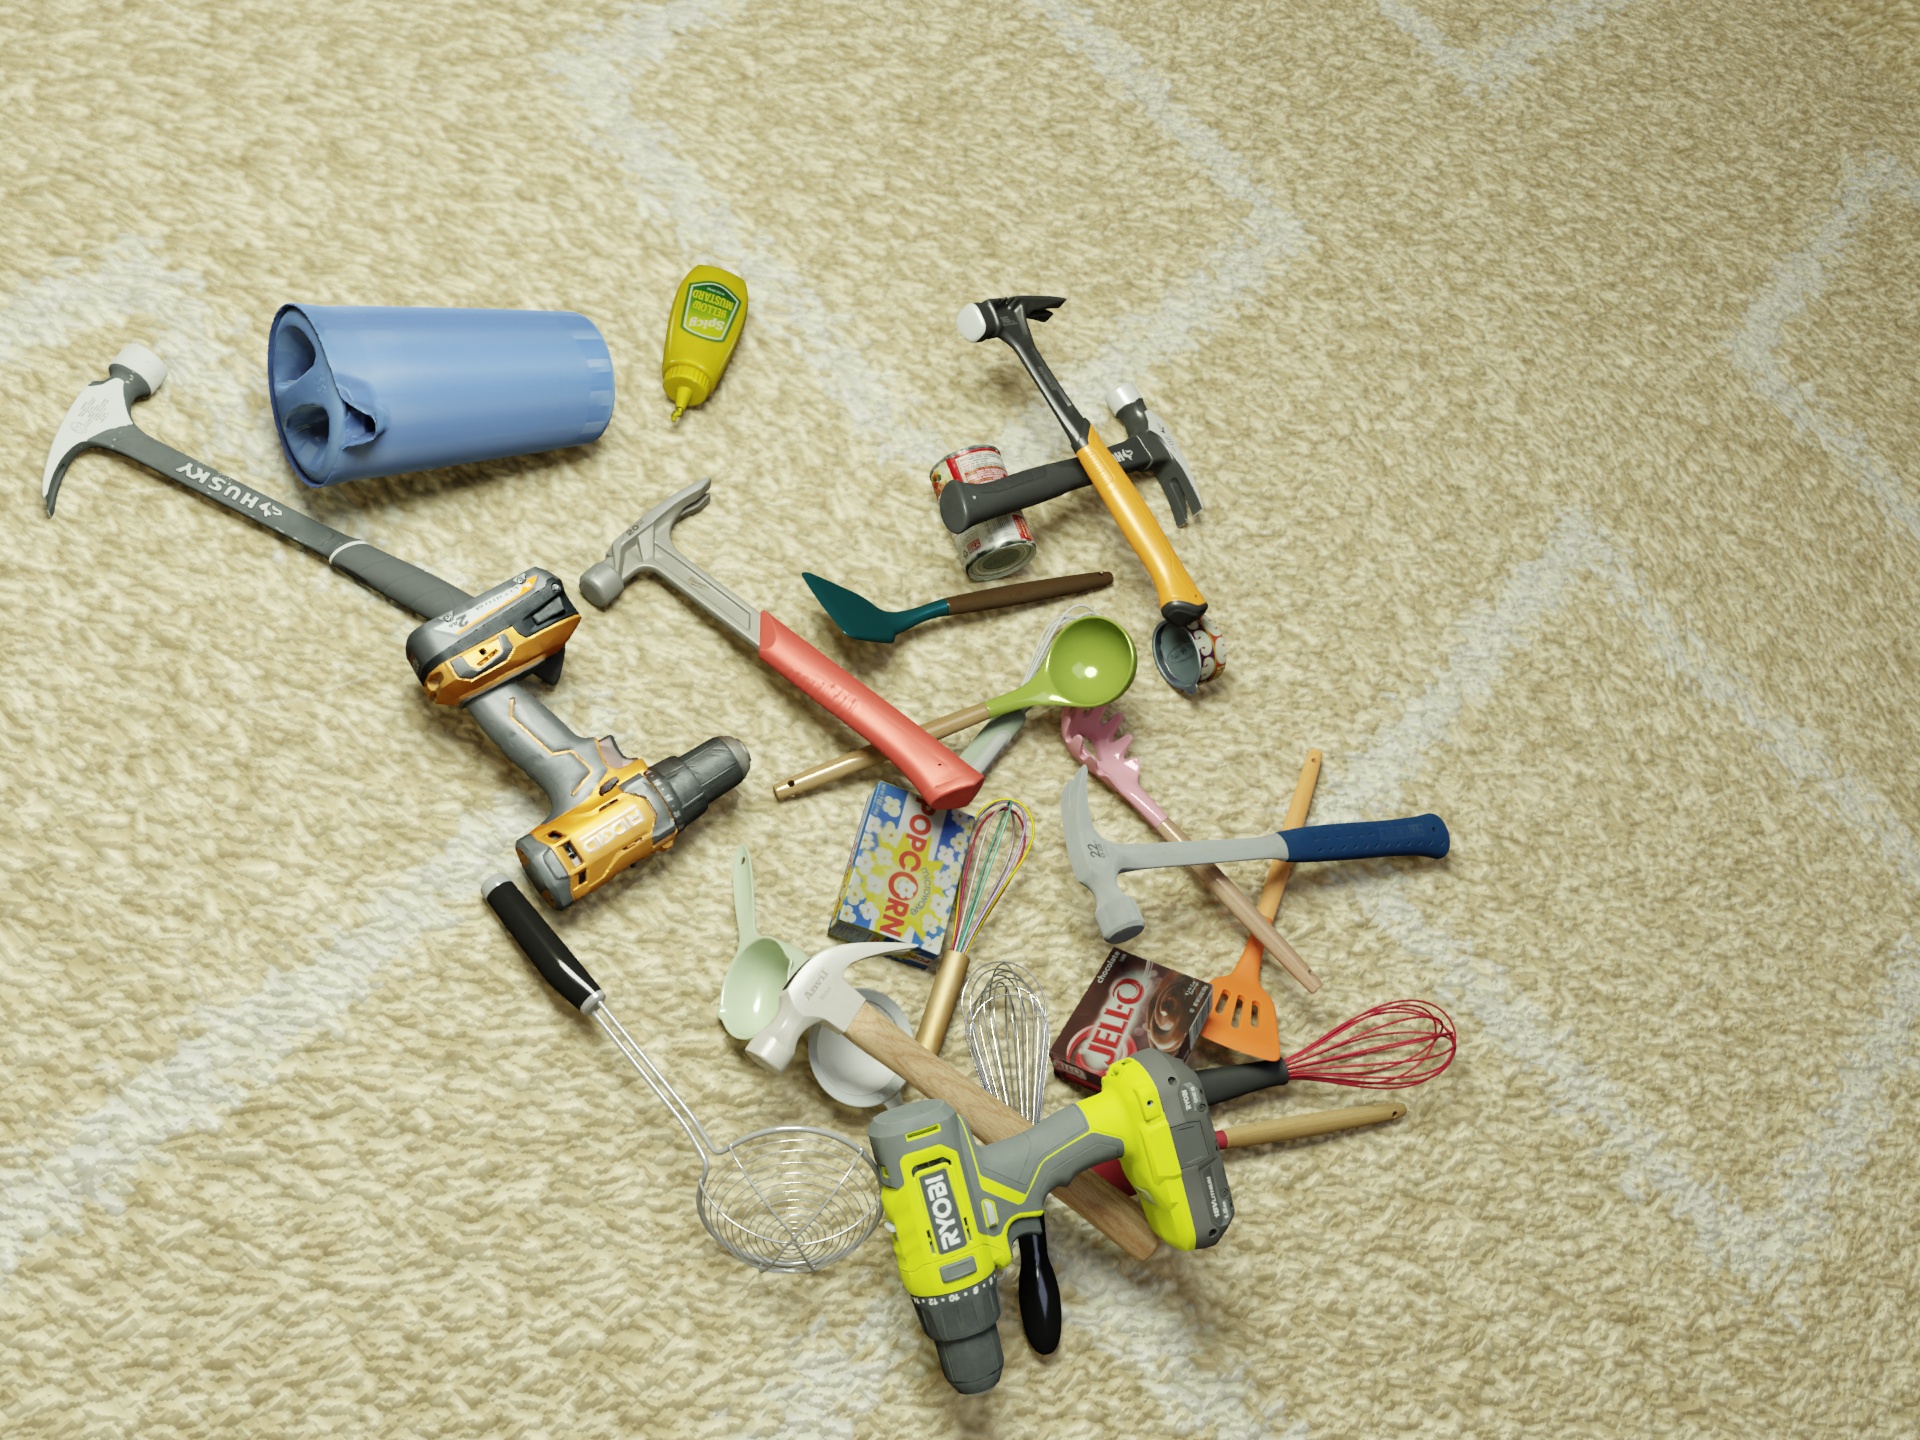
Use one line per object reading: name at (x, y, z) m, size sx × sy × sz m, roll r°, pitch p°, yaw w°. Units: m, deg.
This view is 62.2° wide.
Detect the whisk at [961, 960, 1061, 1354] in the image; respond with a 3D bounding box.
whisk at (0.044, 0.320, 1.182) m, size 0.070 × 0.070 × 0.285 m, roll 1°, pitch 70°, yaw -21°

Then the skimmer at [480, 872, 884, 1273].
skimmer at (-0.204, 0.238, 1.121) m, size 0.363 × 0.127 × 0.090 m, roll 45°, pitch 21°, yaw 18°

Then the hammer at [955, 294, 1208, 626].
hammer at (0.123, -0.232, 1.405) m, size 0.127 × 0.034 × 0.337 m, roll -21°, pitch 77°, yaw -45°

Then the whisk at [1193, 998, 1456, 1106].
whisk at (0.278, 0.281, 1.289) m, size 0.295 × 0.073 × 0.073 m, roll -8°, pitch 68°, yaw -18°

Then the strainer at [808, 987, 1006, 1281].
strainer at (-0.040, 0.299, 1.166) m, size 0.087 × 0.050 × 0.258 m, roll -29°, pitch 84°, yaw -33°

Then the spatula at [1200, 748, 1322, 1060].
spatula at (0.268, 0.147, 1.359) m, size 0.081 × 0.041 × 0.323 m, roll 20°, pitch 57°, yaw 8°

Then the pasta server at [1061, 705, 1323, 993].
pasta server at (0.191, 0.102, 1.330) m, size 0.060 × 0.040 × 0.316 m, roll -26°, pitch 67°, yaw -43°

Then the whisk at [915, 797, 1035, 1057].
whisk at (0.008, 0.166, 1.249) m, size 0.047 × 0.051 × 0.245 m, roll 27°, pitch 61°, yaw -14°

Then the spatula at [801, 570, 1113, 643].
spatula at (0.011, -0.108, 1.370) m, size 0.317 × 0.044 × 0.082 m, roll -13°, pitch 50°, yaw -33°

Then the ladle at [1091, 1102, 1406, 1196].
ladle at (0.228, 0.329, 1.258) m, size 0.315 × 0.031 × 0.069 m, roll -2°, pitch 99°, yaw -26°

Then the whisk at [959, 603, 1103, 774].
whisk at (0.051, -0.011, 1.352) m, size 0.059 × 0.057 × 0.246 m, roll 16°, pitch 54°, yaw 38°

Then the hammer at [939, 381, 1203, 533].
hammer at (0.098, -0.214, 1.420) m, size 0.335 × 0.035 × 0.146 m, roll -25°, pitch 81°, yaw -47°

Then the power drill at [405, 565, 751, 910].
power drill at (-0.278, 0.001, 1.177) m, size 0.185 × 0.084 × 0.226 m, roll -33°, pitch 92°, yaw -24°

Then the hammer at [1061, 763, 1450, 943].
hammer at (0.257, 0.101, 1.330) m, size 0.405 × 0.035 × 0.144 m, roll -1°, pitch 55°, yaw -33°

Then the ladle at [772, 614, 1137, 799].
ladle at (-0.002, -0.004, 1.289) m, size 0.320 × 0.062 × 0.078 m, roll -21°, pitch 68°, yaw -15°

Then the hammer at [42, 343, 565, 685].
hammer at (-0.487, -0.134, 1.209) m, size 0.409 × 0.036 × 0.149 m, roll 28°, pitch 60°, yaw -7°

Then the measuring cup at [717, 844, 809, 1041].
measuring cup at (-0.145, 0.165, 1.187) m, size 0.038 × 0.083 × 0.168 m, roll 29°, pitch 34°, yaw -38°

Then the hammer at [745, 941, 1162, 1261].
hammer at (0.014, 0.277, 1.135) m, size 0.331 × 0.031 × 0.130 m, roll 38°, pitch 66°, yaw -9°

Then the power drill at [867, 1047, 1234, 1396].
power drill at (0.063, 0.334, 1.084) m, size 0.228 × 0.080 × 0.190 m, roll -14°, pitch 88°, yaw -17°

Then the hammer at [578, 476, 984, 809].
hammer at (-0.125, -0.054, 1.271) m, size 0.359 × 0.036 × 0.149 m, roll 36°, pitch 58°, yaw 13°
